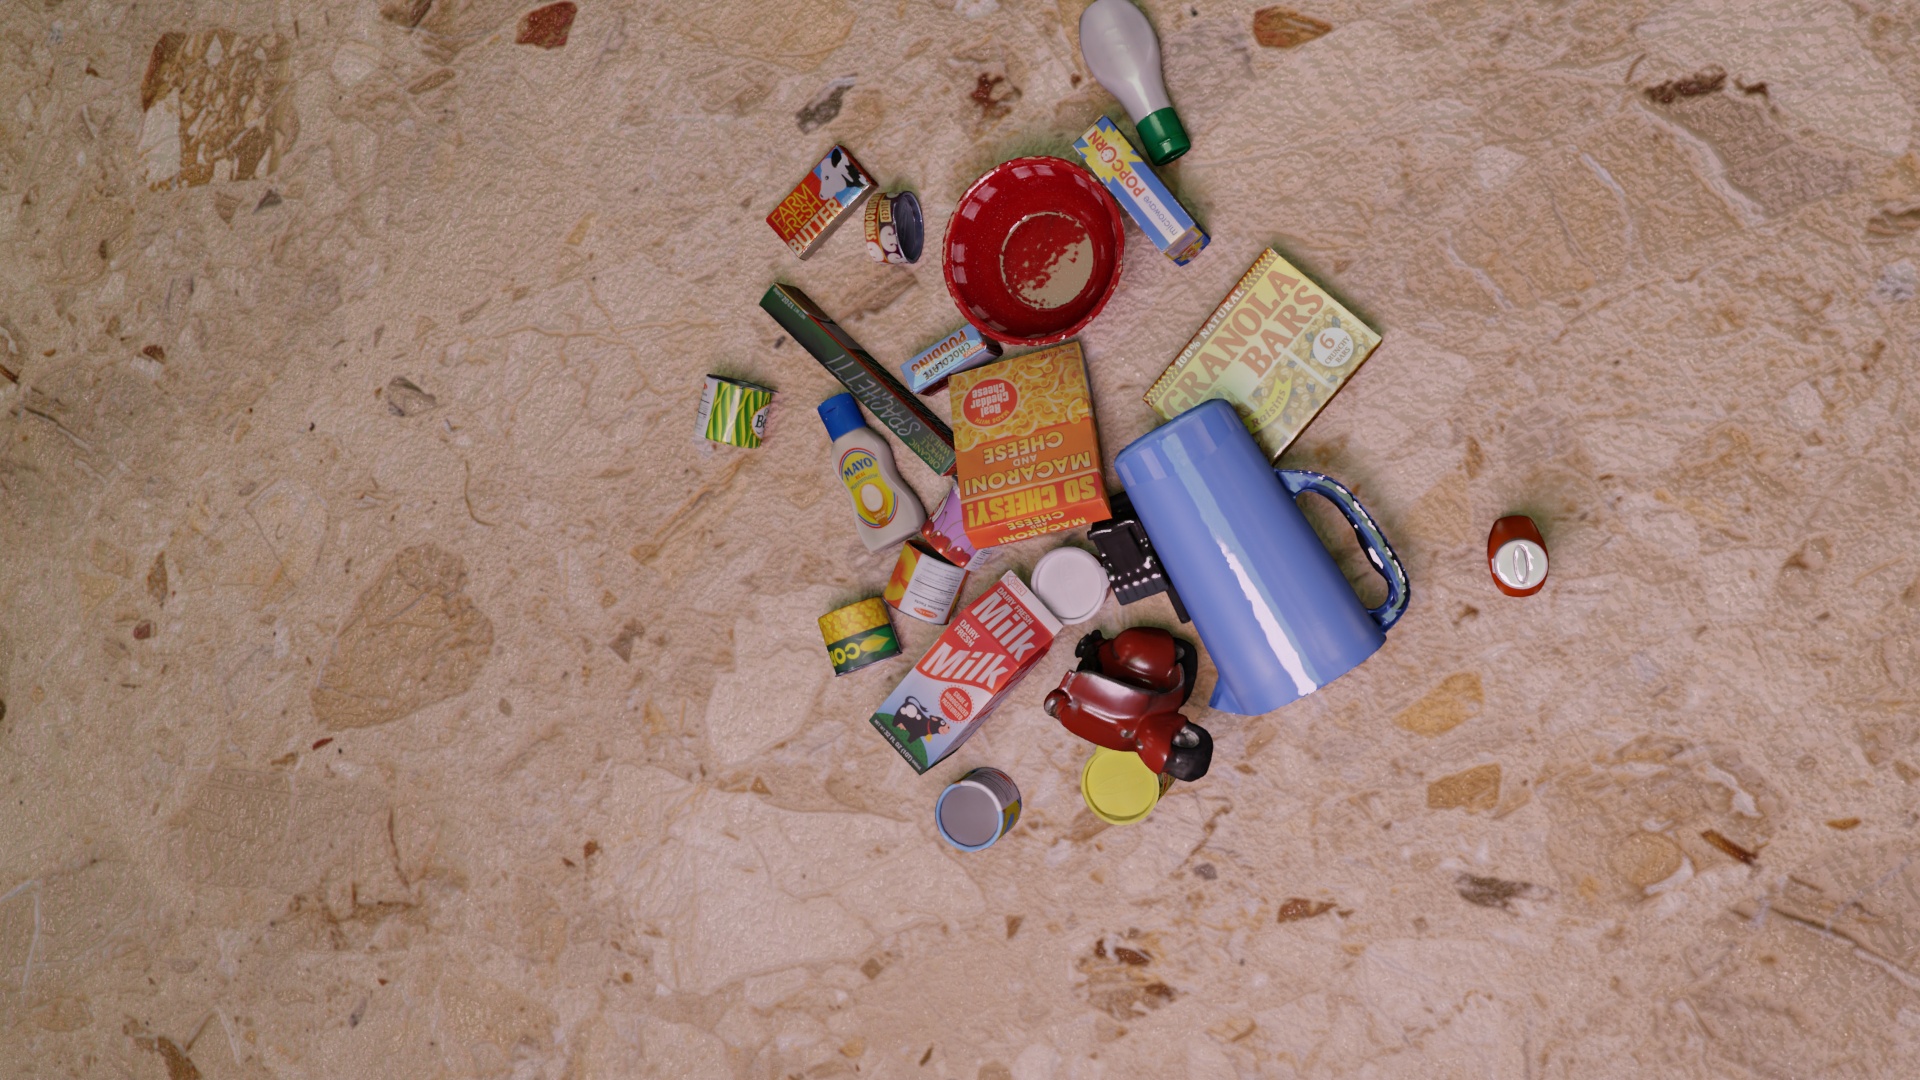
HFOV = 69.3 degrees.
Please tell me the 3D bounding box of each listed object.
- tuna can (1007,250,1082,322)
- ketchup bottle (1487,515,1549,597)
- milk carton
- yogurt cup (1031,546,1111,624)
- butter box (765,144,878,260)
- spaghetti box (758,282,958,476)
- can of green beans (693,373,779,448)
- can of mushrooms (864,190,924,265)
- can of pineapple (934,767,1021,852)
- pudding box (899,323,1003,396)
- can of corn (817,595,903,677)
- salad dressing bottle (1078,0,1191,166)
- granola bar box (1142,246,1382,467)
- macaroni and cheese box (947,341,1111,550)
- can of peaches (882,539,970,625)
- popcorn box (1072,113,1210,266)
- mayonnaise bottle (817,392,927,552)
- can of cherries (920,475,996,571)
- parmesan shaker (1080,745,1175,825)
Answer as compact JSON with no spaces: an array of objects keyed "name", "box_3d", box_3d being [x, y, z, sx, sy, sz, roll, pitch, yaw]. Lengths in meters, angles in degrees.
[{"name":"tuna can","box_3d":[0.078,-0.222,1.243,0.071,0.033,0.071,1,92,19]},{"name":"ketchup bottle","box_3d":[0.429,0.014,1.069,0.043,0.149,0.064,-6,90,21]},{"name":"milk carton","box_3d":[0.010,0.116,1.243,0.072,0.074,0.189,46,115,12]},{"name":"yogurt cup","box_3d":[0.102,0.038,1.233,0.072,0.054,0.072,1,92,19]},{"name":"butter box","box_3d":[-0.132,-0.320,1.317,0.103,0.024,0.053,-42,80,16]},{"name":"spaghetti box","box_3d":[-0.087,-0.150,1.294,0.250,0.050,0.028,44,107,13]},{"name":"can of green beans","box_3d":[-0.217,-0.124,1.332,0.071,0.071,0.057,17,98,18]},{"name":"can of mushrooms","box_3d":[-0.061,-0.286,1.269,0.033,0.071,0.071,2,93,21]},{"name":"can of pineapple","box_3d":[0.015,0.247,1.269,0.071,0.058,0.071,1,93,19]},{"name":"pudding box","box_3d":[-0.008,-0.164,1.266,0.083,0.050,0.030,-29,81,18]},{"name":"can of corn","box_3d":[-0.096,0.090,1.295,0.071,0.071,0.058,-22,84,19]},{"name":"salad dressing bottle","box_3d":[0.153,-0.398,1.206,0.064,0.044,0.147,-26,85,16]},{"name":"granola bar box","box_3d":[0.255,-0.145,1.181,0.124,0.039,0.165,42,105,12]},{"name":"macaroni and cheese box","box_3d":[0.059,-0.082,1.206,0.123,0.040,0.167,-14,58,13]},{"name":"can of peaches","box_3d":[-0.031,0.037,1.275,0.071,0.071,0.058,26,100,16]},{"name":"popcorn box","box_3d":[0.156,-0.296,1.185,0.038,0.085,0.127,-40,80,17]},{"name":"mayonnaise bottle","box_3d":[-0.088,-0.066,1.302,0.064,0.041,0.148,-28,83,20]},{"name":"can of cherries","box_3d":[0.004,-0.016,1.259,0.071,0.071,0.058,41,106,13]},{"name":"parmesan shaker","box_3d":[0.147,0.198,1.197,0.071,0.103,0.071,1,93,19]}]
